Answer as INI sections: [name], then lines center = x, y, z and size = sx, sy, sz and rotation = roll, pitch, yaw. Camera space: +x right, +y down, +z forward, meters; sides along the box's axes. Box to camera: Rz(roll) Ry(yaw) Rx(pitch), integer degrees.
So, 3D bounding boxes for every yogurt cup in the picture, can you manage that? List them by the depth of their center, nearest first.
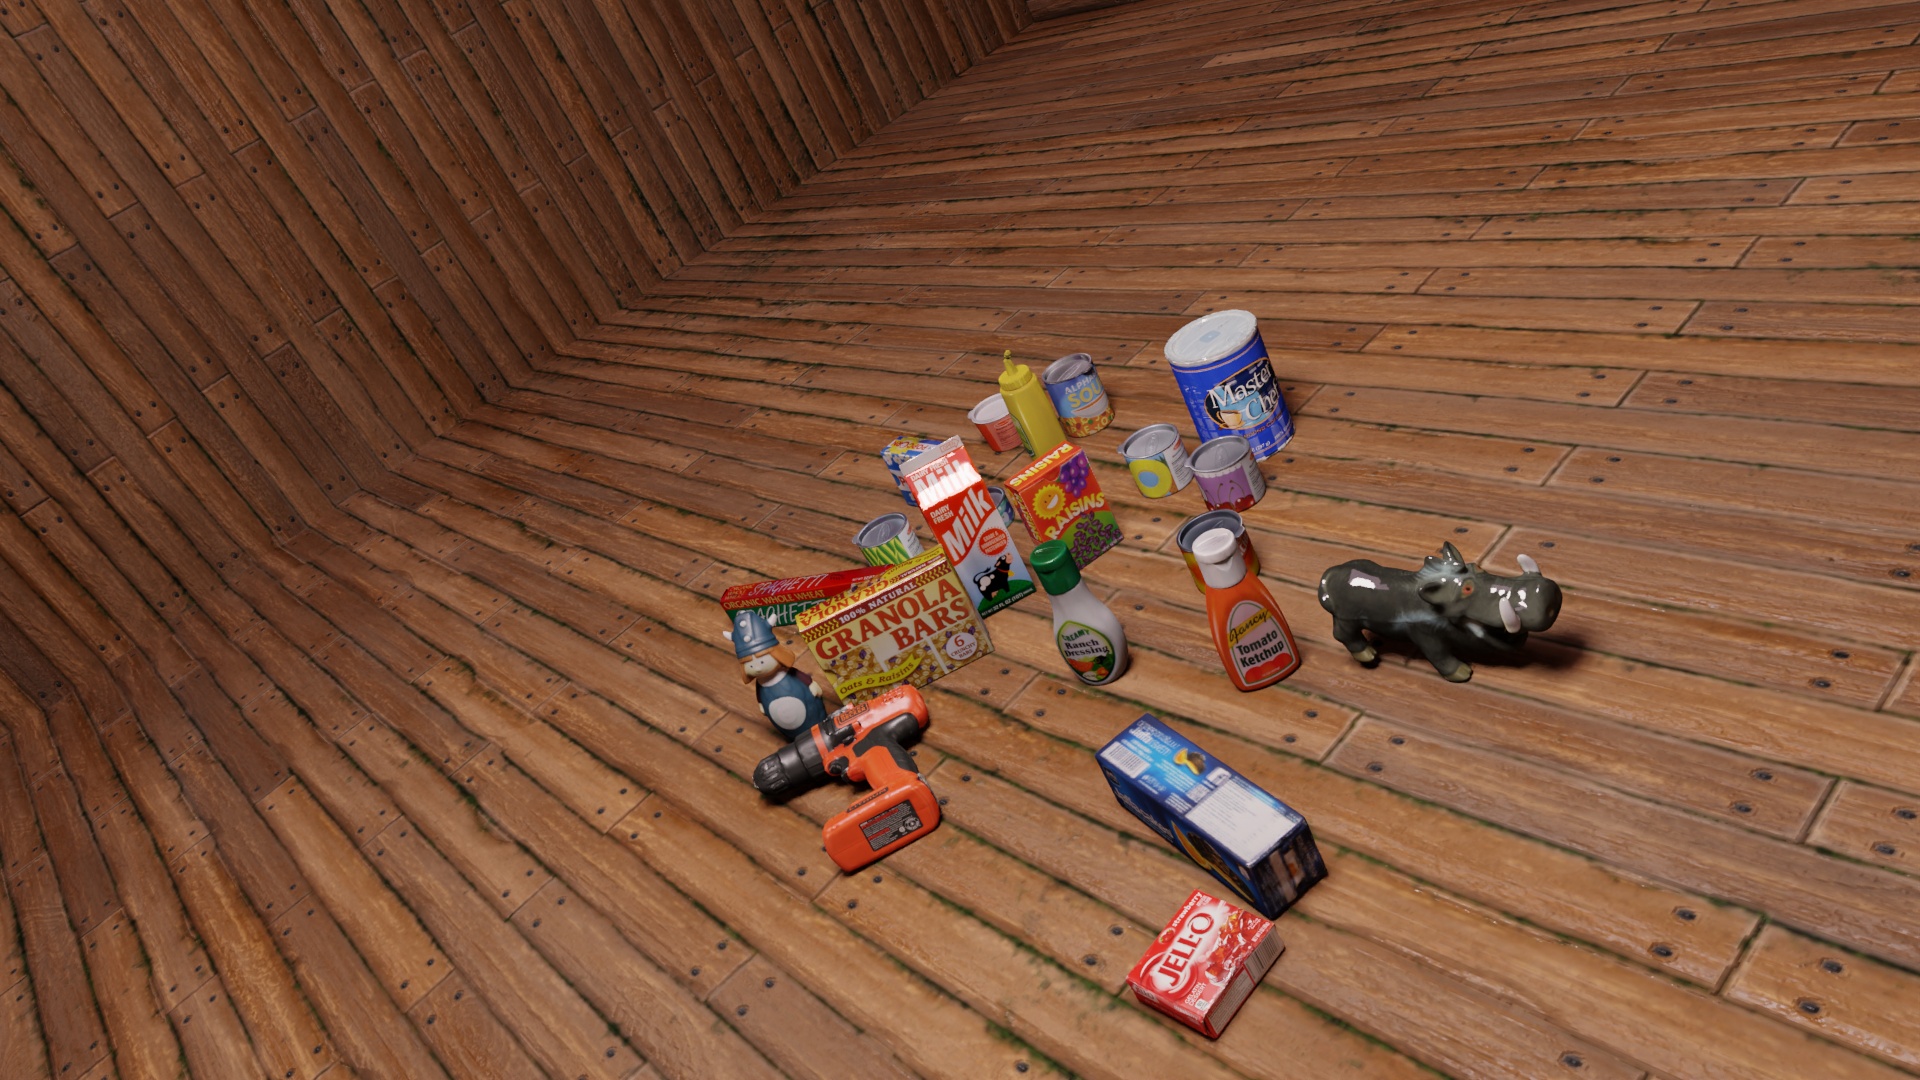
[yogurt cup]
center = 0.054, -0.151, 1.782
size = 0.072, 0.053, 0.073
rotation = -21, 29, 12

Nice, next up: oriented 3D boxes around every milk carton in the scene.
[milk carton]
center = 0.005, -0.018, 1.465
size = 0.072, 0.190, 0.074
rotation = -28, 28, -1

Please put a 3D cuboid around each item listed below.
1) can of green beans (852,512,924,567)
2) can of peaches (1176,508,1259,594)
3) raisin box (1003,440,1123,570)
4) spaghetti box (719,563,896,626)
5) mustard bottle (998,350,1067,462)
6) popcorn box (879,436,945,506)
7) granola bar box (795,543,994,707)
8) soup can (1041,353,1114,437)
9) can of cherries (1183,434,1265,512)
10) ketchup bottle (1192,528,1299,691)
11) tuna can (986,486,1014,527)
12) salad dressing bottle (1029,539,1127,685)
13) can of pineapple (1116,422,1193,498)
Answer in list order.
[can of green beans]
center = -0.081, 0.009, 1.631
size = 0.071, 0.057, 0.071
rotation = -21, 29, 12
[can of peaches]
center = 0.252, 0.012, 1.343
size = 0.071, 0.058, 0.071
rotation = -21, 29, 12
[raisin box]
center = 0.109, -0.031, 1.466
size = 0.086, 0.123, 0.040
rotation = -34, 29, -12
[spaghetti box]
center = -0.173, 0.068, 1.622
size = 0.250, 0.050, 0.029
rotation = -9, 34, 31
[mustard bottle]
center = 0.082, -0.159, 1.662
size = 0.049, 0.159, 0.065
rotation = -30, 28, -4
[popcorn box]
center = -0.033, -0.080, 1.708
size = 0.038, 0.085, 0.126
rotation = -43, 32, -26
[granola bar box]
center = -0.065, 0.094, 1.410
size = 0.165, 0.123, 0.039
rotation = -27, 28, 2
[soup can]
center = 0.148, -0.179, 1.718
size = 0.071, 0.083, 0.072
rotation = -21, 29, 12
[can of cherries]
center = 0.277, -0.068, 1.453
size = 0.071, 0.058, 0.072
rotation = -21, 29, 12
[ketchup bottle]
center = 0.238, 0.058, 1.185
size = 0.065, 0.148, 0.044
rotation = -26, 28, 3
[tuna can]
center = 0.028, -0.030, 1.629
size = 0.071, 0.032, 0.071
rotation = -21, 29, 12
[salad dressing bottle]
center = 0.108, 0.066, 1.283
size = 0.064, 0.147, 0.044
rotation = -10, 33, 30
[can of pineapple]
center = 0.217, -0.088, 1.537
size = 0.071, 0.057, 0.071
rotation = -21, 29, 12
